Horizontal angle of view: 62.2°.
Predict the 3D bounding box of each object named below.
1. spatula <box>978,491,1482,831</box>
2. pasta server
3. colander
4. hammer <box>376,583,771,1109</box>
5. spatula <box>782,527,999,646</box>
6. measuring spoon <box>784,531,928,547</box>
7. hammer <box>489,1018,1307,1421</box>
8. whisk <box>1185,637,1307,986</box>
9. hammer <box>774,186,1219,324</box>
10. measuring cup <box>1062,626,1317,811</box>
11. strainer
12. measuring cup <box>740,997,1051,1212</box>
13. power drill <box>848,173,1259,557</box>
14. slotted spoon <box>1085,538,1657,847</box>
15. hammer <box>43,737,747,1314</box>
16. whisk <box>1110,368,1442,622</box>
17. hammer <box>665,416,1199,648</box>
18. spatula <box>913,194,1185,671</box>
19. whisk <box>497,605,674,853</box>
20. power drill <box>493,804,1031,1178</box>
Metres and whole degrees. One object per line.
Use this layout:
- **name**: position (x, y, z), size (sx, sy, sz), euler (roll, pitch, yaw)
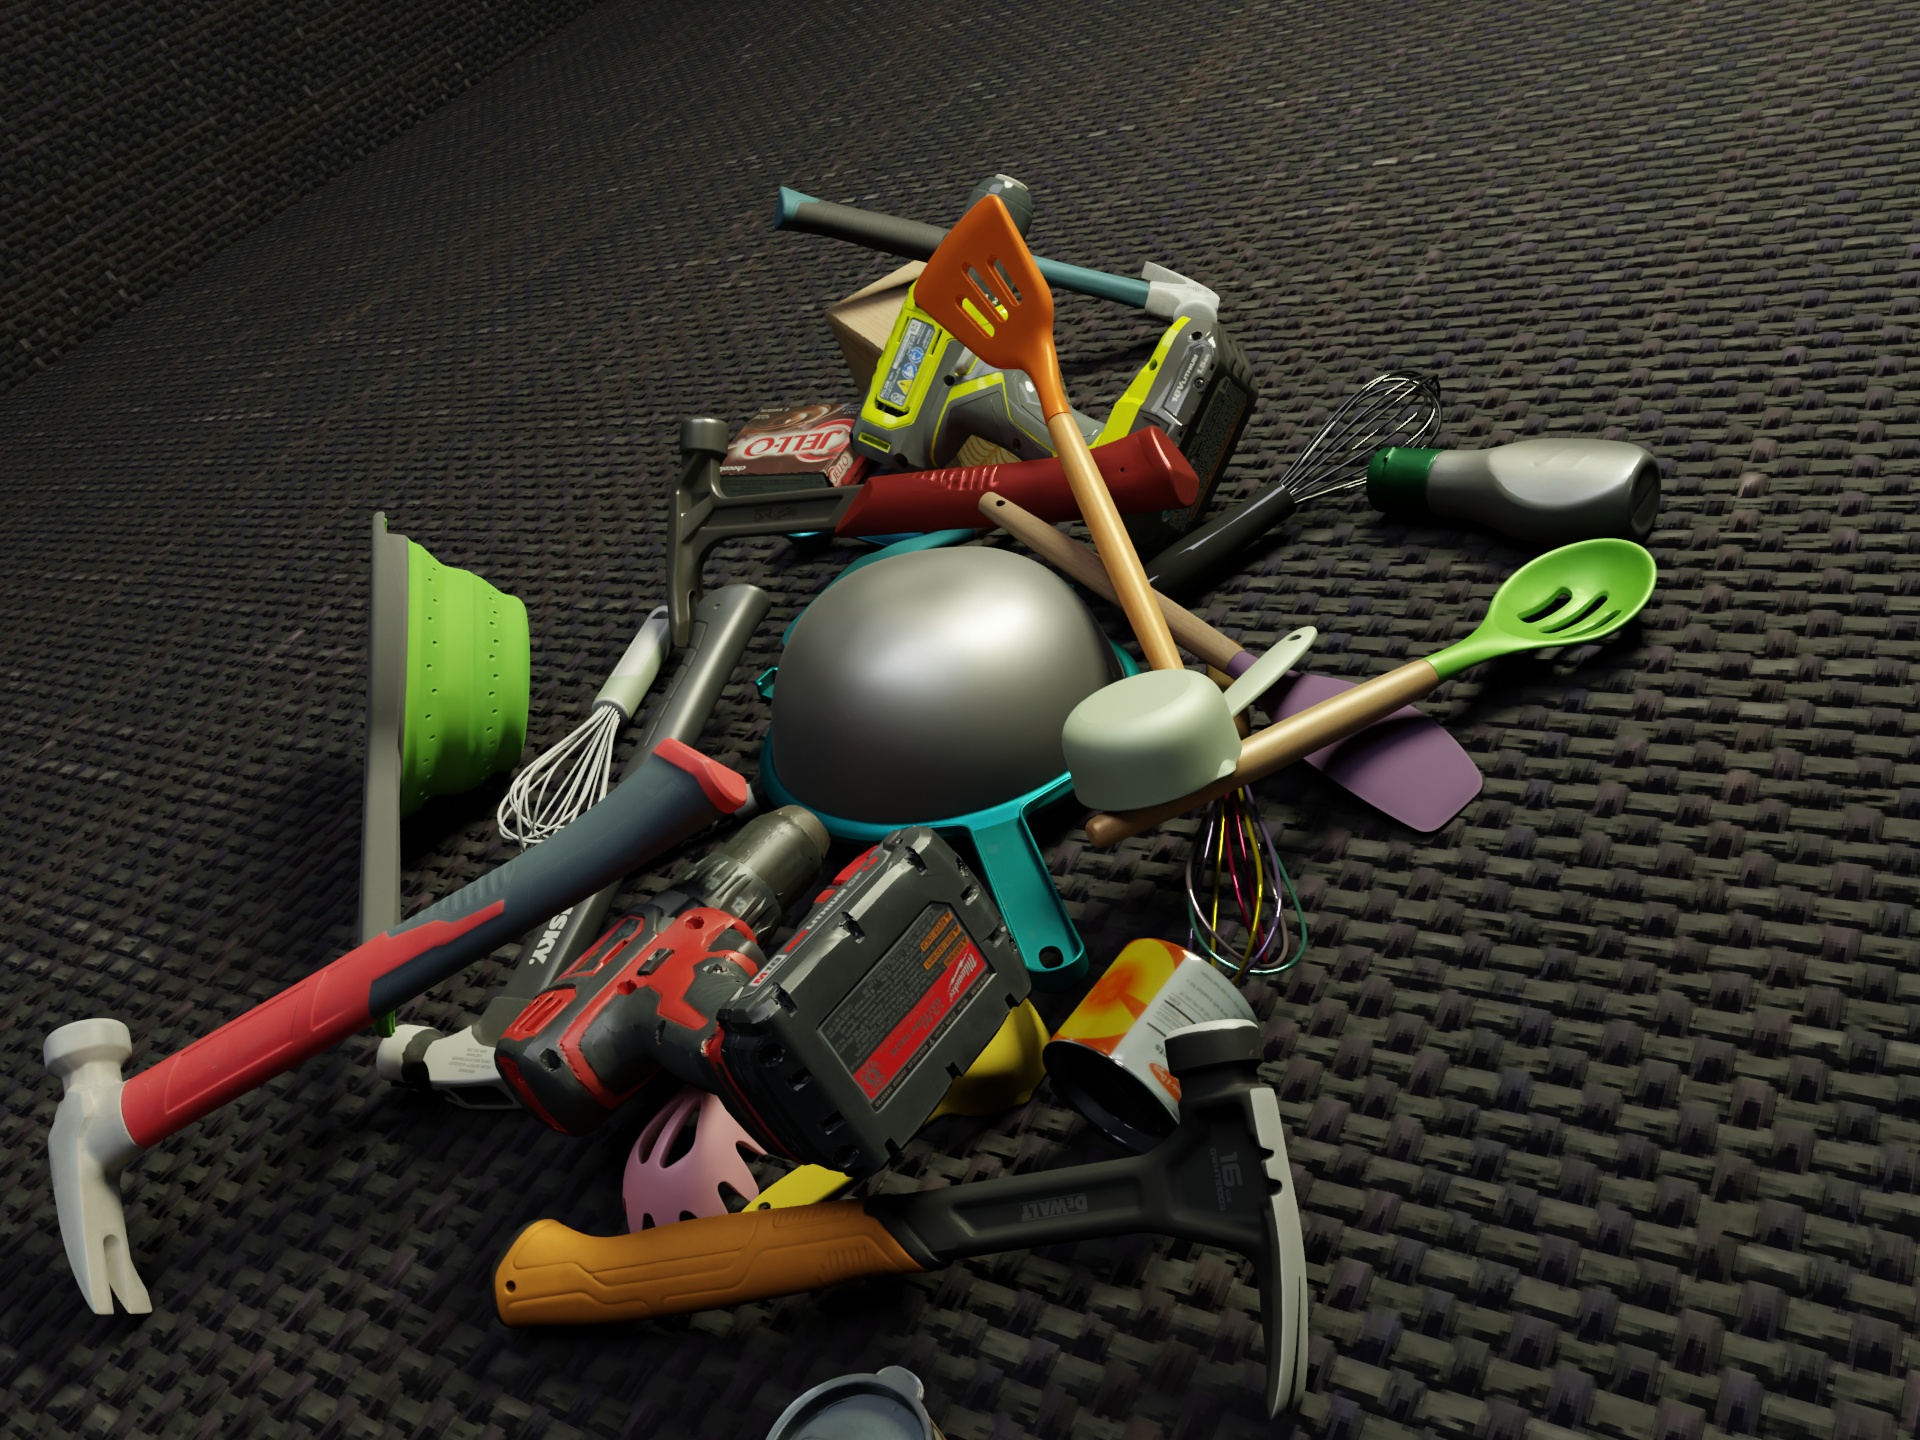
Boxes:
- **spatula**: position (0.120, -0.042, 0.795), size (0.060, 0.018, 0.316), euler (-37, 53, -23)
- **pasta server**: position (-0.066, 0.113, 0.761), size (0.060, 0.040, 0.316), euler (1, 38, 31)
- **colander**: position (-0.298, 0.026, 0.928), size (0.094, 0.204, 0.398), euler (2, 37, -21)
- **hammer**: position (-0.175, 0.054, 0.855), size (0.146, 0.035, 0.335), euler (-1, 49, 30)
- **spatula**: position (0.029, -0.125, 1.017), size (0.317, 0.044, 0.082), euler (-30, 37, -16)
- **measuring spoon**: position (-0.066, -0.122, 1.079), size (0.129, 0.021, 0.042), euler (16, 50, 31)
- **hammer**: position (-0.039, 0.202, 0.593), size (0.337, 0.034, 0.127), euler (-16, 70, 24)
- **whisk**: position (0.128, 0.032, 0.736), size (0.051, 0.047, 0.245), euler (-6, 35, 12)
- **hammer**: position (0.023, -0.332, 1.146), size (0.331, 0.033, 0.128), euler (15, 24, 3)
- **measuring cup**: position (0.110, -0.016, 0.719), size (0.083, 0.038, 0.167), euler (1, 30, 48)
- **strainer**: position (-0.001, -0.002, 0.779), size (0.211, 0.095, 0.341), euler (-17, 31, -4)
- **measuring cup**: position (-0.032, 0.163, 0.668), size (0.156, 0.029, 0.062), euler (-32, 36, -14)
- **power drill**: position (0.056, -0.213, 0.958), size (0.229, 0.080, 0.190), euler (28, 99, 28)
- **slotted spoon**: position (0.192, -0.012, 0.728), size (0.314, 0.031, 0.070), euler (-24, 33, -17)
- **hammer**: position (-0.261, 0.130, 0.732), size (0.386, 0.038, 0.143), euler (-29, 64, 11)
- **whisk**: position (0.183, -0.127, 0.912), size (0.239, 0.055, 0.055), euler (-35, 36, -7)
- **hammer**: position (-0.032, -0.119, 0.940), size (0.359, 0.149, 0.036), euler (0, -2, 32)
- **spatula**: position (0.053, -0.141, 0.837), size (0.081, 0.041, 0.323), euler (-44, 52, 35)
- **whisk**: position (-0.219, -0.001, 0.980), size (0.058, 0.059, 0.246), euler (1, 36, 13)
- **power drill**: position (-0.077, 0.098, 0.663), size (0.227, 0.080, 0.188), euler (-9, 29, 50)
